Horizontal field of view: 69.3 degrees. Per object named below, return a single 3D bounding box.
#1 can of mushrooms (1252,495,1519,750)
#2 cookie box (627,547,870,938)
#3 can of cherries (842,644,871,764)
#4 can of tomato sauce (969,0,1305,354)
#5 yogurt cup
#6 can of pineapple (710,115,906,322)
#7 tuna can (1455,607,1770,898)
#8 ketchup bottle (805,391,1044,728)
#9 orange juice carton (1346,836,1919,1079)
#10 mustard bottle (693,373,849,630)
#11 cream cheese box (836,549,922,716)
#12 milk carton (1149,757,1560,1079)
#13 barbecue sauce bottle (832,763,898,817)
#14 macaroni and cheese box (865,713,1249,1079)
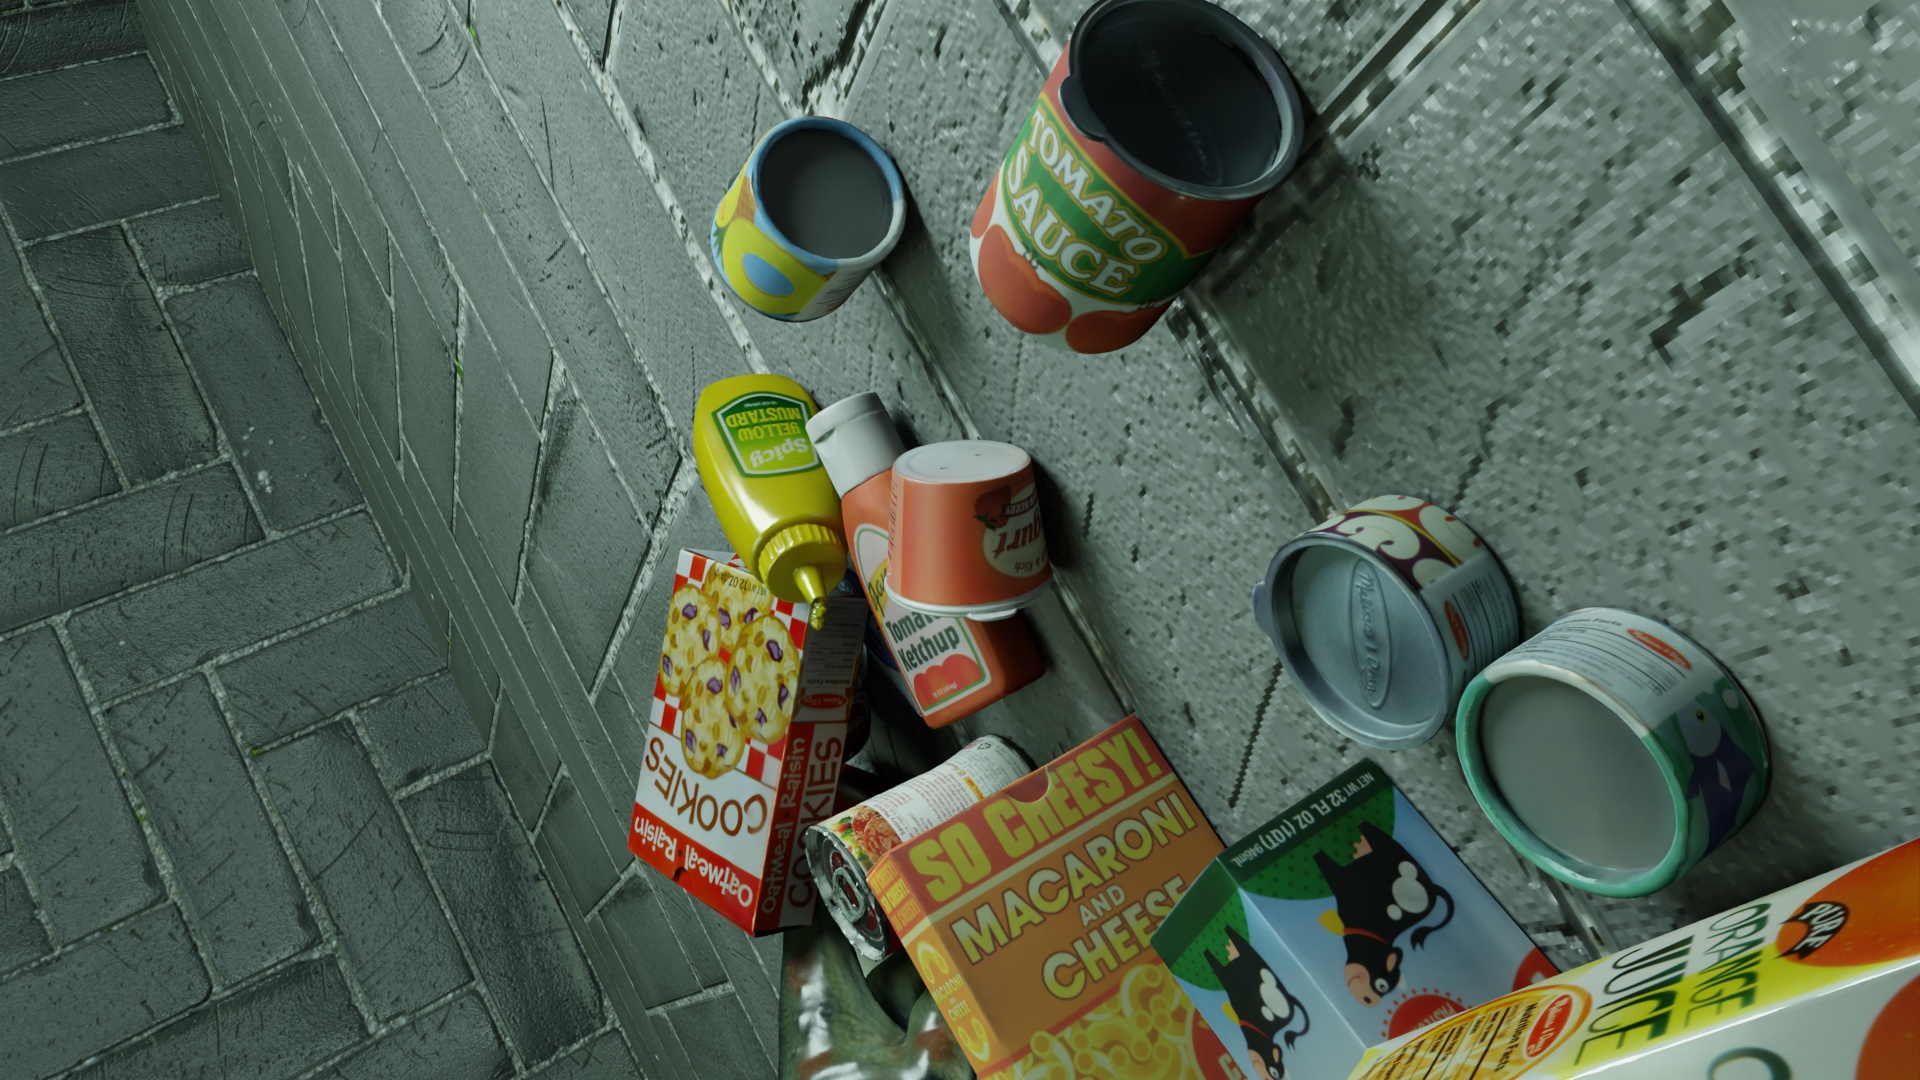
[{"bbox_3d":[0.120,0.022,0.395,0.071,0.033,0.070,41,145,38],"label":"can of mushrooms"},{"bbox_3d":[-0.112,0.098,0.709,0.123,0.040,0.167,15,95,47],"label":"cookie box"},{"bbox_3d":[-0.082,0.087,0.774,0.071,0.072,0.058,41,145,38],"label":"can of cherries"},{"bbox_3d":[0.044,-0.099,0.389,0.071,0.071,0.082,60,153,11],"label":"can of tomato sauce"},{"bbox_3d":[0.002,-0.007,0.551,0.072,0.072,0.053,25,125,52],"label":"yogurt cup"},{"bbox_3d":[-0.063,-0.130,0.560,0.071,0.071,0.057,65,152,1],"label":"can of pineapple"},{"bbox_3d":[0.161,0.055,0.348,0.071,0.033,0.070,41,144,40],"label":"tuna can"},{"bbox_3d":[-0.020,0.006,0.619,0.064,0.044,0.149,-32,83,44],"label":"ketchup bottle"},{"bbox_3d":[0.173,0.122,0.291,0.192,0.073,0.072,-36,77,30],"label":"orange juice carton"},{"bbox_3d":[-0.084,-0.018,0.661,0.161,0.065,0.048,-117,25,-43],"label":"mustard bottle"},{"bbox_3d":[-0.036,0.033,0.693,0.104,0.024,0.053,50,147,28],"label":"cream cheese box"},{"bbox_3d":[0.150,0.170,0.418,0.191,0.072,0.073,51,149,25],"label":"milk carton"},{"bbox_3d":[-0.040,0.167,0.791,0.148,0.044,0.064,-1,112,60],"label":"barbecue sauce bottle"},{"bbox_3d":[0.060,0.164,0.518,0.167,0.124,0.040,57,149,16],"label":"macaroni and cheese box"}]
